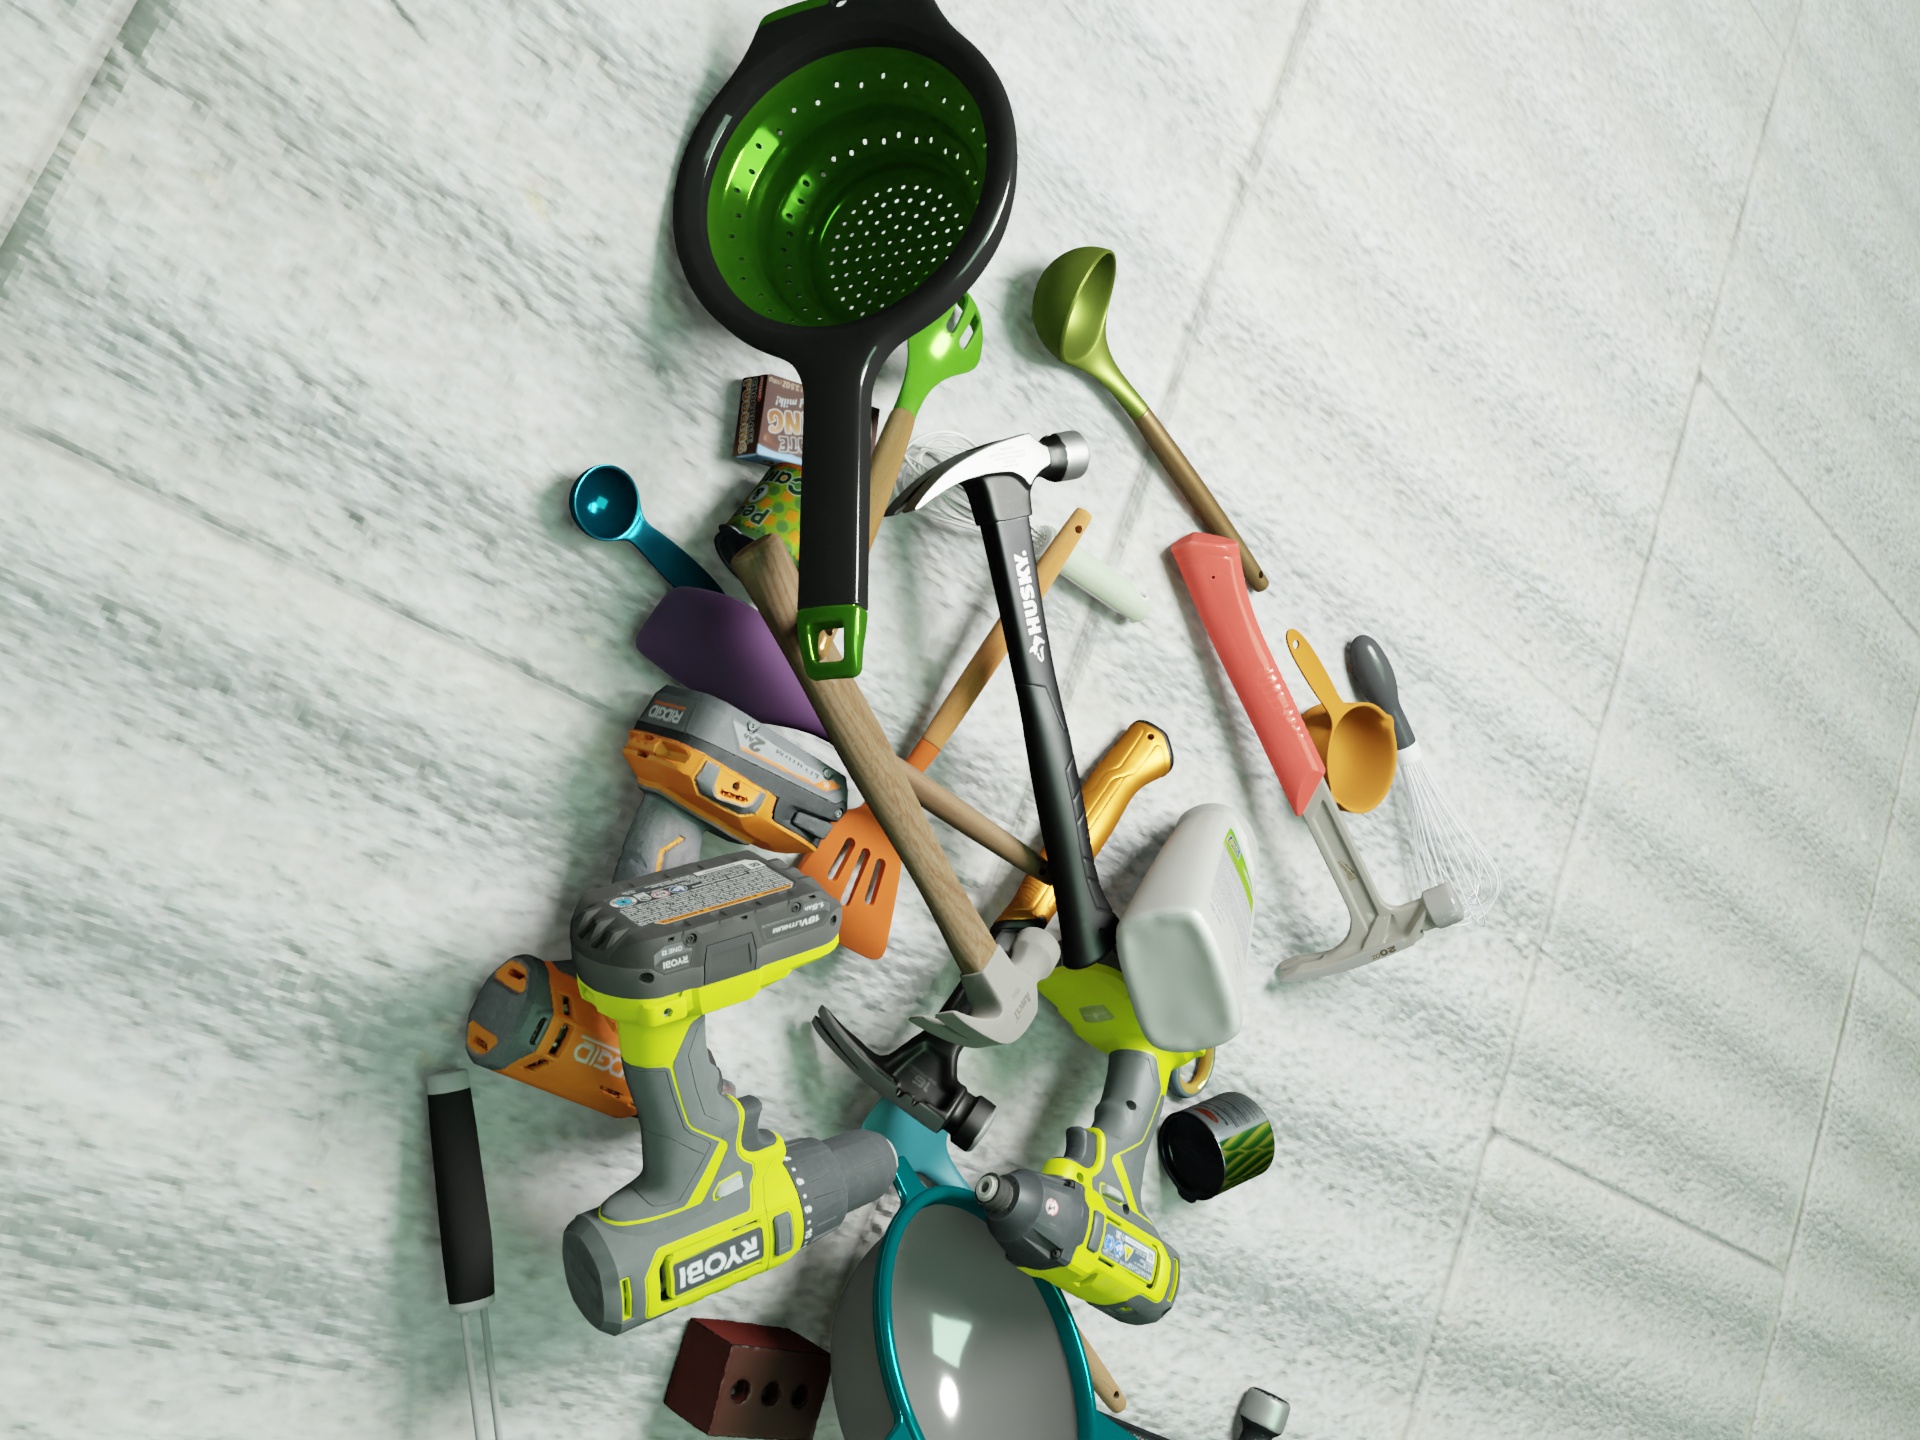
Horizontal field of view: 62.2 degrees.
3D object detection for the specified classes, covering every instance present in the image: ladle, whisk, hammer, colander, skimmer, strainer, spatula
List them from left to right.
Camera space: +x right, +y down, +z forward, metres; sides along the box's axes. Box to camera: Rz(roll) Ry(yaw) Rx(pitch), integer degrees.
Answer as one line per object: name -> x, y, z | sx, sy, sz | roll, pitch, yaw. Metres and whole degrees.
skimmer -> -0.265, 0.369, 0.852 | 0.127, 0.090, 0.363 | -5, 86, -35
colander -> -0.054, -0.209, 0.895 | 0.094, 0.204, 0.397 | 31, 58, -67
spatula -> -0.054, 0.018, 0.961 | 0.315, 0.018, 0.060 | 36, 91, -25
hammer -> -0.041, 0.046, 0.910 | 0.331, 0.031, 0.130 | 62, 32, -16
spatula -> -0.002, -0.003, 1.012 | 0.081, 0.041, 0.322 | 38, 80, -24
strainer -> 0.025, 0.436, 0.990 | 0.340, 0.095, 0.211 | 45, 27, -32
spatula -> 0.033, 0.353, 1.061 | 0.082, 0.044, 0.317 | -44, 109, -32
hammer -> 0.044, 0.115, 1.056 | 0.127, 0.034, 0.337 | 35, 57, 6
whisk -> 0.048, -0.123, 1.064 | 0.246, 0.058, 0.059 | 29, 109, -39
hammer -> 0.046, -0.008, 0.992 | 0.146, 0.035, 0.334 | -16, 98, -36
hammer -> 0.089, 0.507, 1.135 | 0.408, 0.036, 0.149 | 35, 72, -34
ladle -> 0.150, -0.201, 1.130 | 0.319, 0.062, 0.078 | 48, 63, -33
hammer -> 0.240, 0.026, 1.199 | 0.359, 0.149, 0.037 | 62, 19, -11
whisk -> 0.385, 0.054, 1.331 | 0.070, 0.070, 0.284 | -37, 110, -31

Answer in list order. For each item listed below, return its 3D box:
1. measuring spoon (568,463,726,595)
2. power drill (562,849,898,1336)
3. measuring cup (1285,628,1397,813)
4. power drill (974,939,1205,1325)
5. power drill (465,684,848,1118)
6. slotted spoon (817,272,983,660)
measuring spoon -> -0.177, -0.097, 0.906 | 0.128, 0.021, 0.042 | 46, 65, -41
power drill -> -0.118, 0.192, 0.844 | 0.190, 0.080, 0.228 | -13, 111, -35
measuring cup -> 0.277, -0.003, 1.244 | 0.095, 0.052, 0.173 | -48, 117, -26
power drill -> 0.089, 0.260, 1.049 | 0.171, 0.080, 0.223 | 40, 50, -32
power drill -> -0.155, 0.113, 0.894 | 0.164, 0.084, 0.226 | 35, 75, -37
slotted spoon -> -0.039, -0.159, 0.935 | 0.070, 0.031, 0.314 | 37, 52, -27
